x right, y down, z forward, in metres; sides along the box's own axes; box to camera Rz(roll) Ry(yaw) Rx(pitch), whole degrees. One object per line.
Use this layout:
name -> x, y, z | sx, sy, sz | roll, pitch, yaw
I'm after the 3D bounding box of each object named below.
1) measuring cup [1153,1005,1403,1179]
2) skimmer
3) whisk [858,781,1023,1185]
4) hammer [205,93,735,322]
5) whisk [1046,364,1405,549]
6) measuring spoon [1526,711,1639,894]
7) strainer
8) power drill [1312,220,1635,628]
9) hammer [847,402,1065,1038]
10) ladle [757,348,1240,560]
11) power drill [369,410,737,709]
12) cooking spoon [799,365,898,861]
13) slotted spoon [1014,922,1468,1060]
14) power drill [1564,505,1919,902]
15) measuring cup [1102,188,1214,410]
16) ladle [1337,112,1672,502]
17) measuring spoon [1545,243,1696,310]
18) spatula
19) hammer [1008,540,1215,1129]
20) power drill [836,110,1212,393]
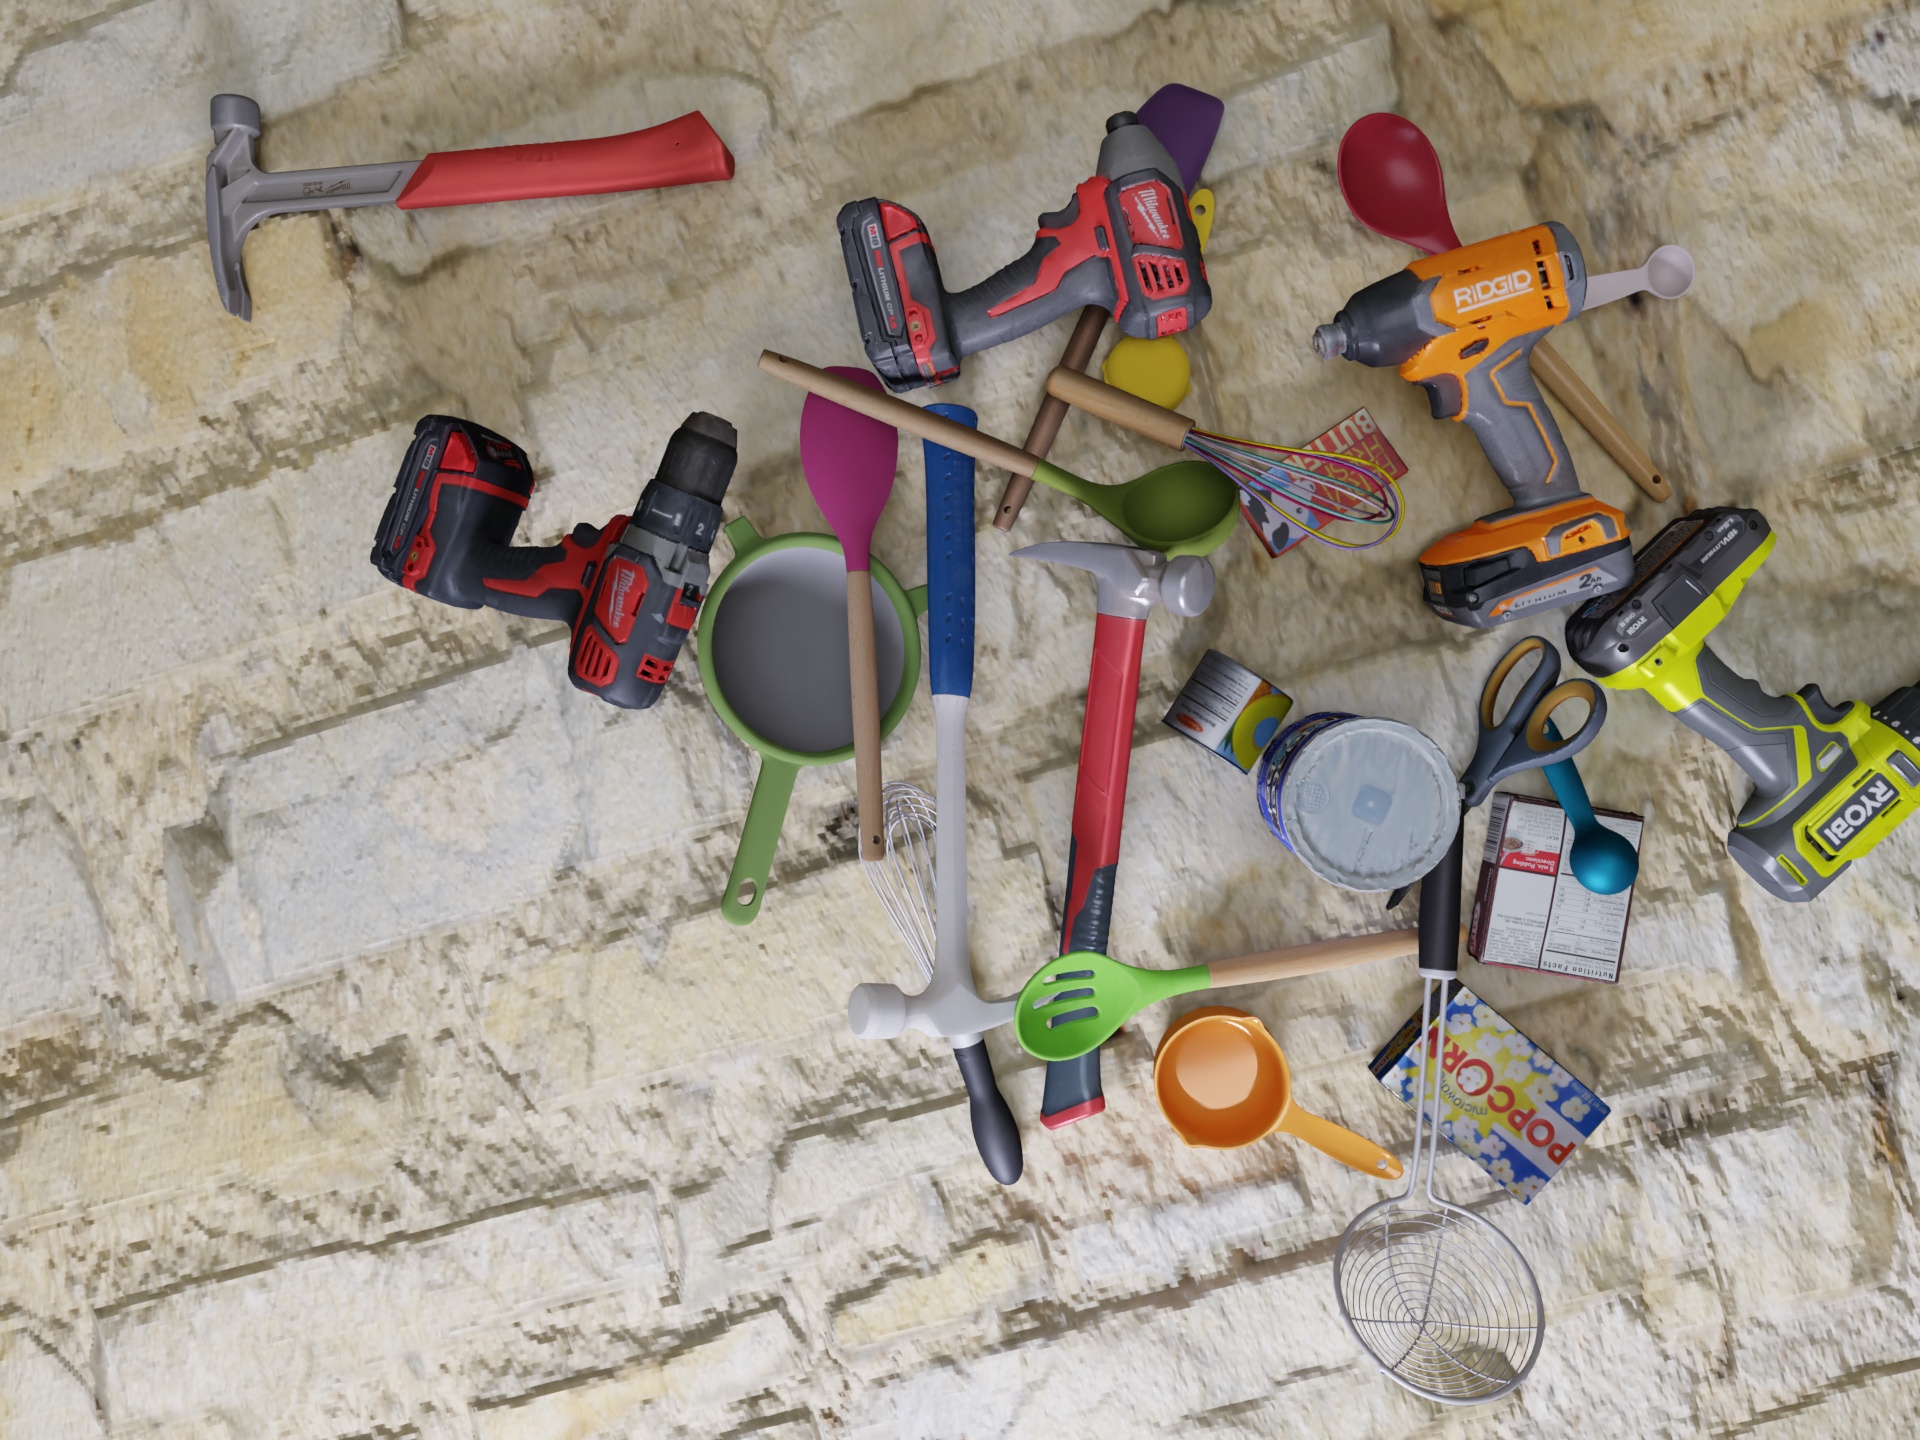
measuring cup -> 0.207, 0.251, 1.043 | 0.173, 0.052, 0.095 | 27, 93, 1
skimmer -> 0.299, 0.218, 0.972 | 0.127, 0.090, 0.363 | 5, 86, -1
whisk -> -0.008, 0.176, 1.058 | 0.070, 0.070, 0.284 | -16, 95, 4
hammer -> -0.332, -0.357, 1.074 | 0.359, 0.036, 0.149 | -3, 91, 5
whisk -> 0.164, -0.174, 1.000 | 0.245, 0.047, 0.051 | 27, 49, 18
measuring spoon -> 0.390, 0.047, 1.003 | 0.042, 0.021, 0.129 | -17, 71, -5
strainer -> -0.119, 0.006, 1.035 | 0.151, 0.069, 0.256 | 18, 81, -23
power drill -> 0.318, -0.177, 0.989 | 0.164, 0.084, 0.226 | -16, 99, -1
hammer -> -0.002, -0.003, 1.022 | 0.144, 0.035, 0.406 | 6, 79, -31
ladle -> 0.027, -0.179, 1.009 | 0.320, 0.062, 0.078 | 20, 51, -9
power drill -> -0.250, -0.128, 1.013 | 0.227, 0.080, 0.188 | 23, 94, 25
cooking spoon -> -0.063, -0.070, 1.016 | 0.068, 0.017, 0.319 | -2, 87, -27
slotted spoon -> 0.181, 0.161, 1.016 | 0.313, 0.031, 0.070 | -8, 105, -12
power drill -> 0.519, -0.025, 1.001 | 0.190, 0.080, 0.228 | -45, 91, 5
measuring cup -> 0.138, -0.275, 1.043 | 0.062, 0.029, 0.156 | 18, 95, 3
ladle -> 0.355, -0.263, 1.031 | 0.069, 0.031, 0.315 | -41, 90, -2
measuring spoon -> 0.411, -0.277, 1.023 | 0.124, 0.018, 0.034 | -15, 96, -3
spatula -> 0.089, -0.272, 1.054 | 0.060, 0.018, 0.316 | 24, 92, 11
hammer -> 0.076, 0.077, 1.041 | 0.143, 0.038, 0.386 | 14, 102, 40
power drill -> 0.040, -0.299, 1.018 | 0.219, 0.078, 0.143 | -13, 84, 6
